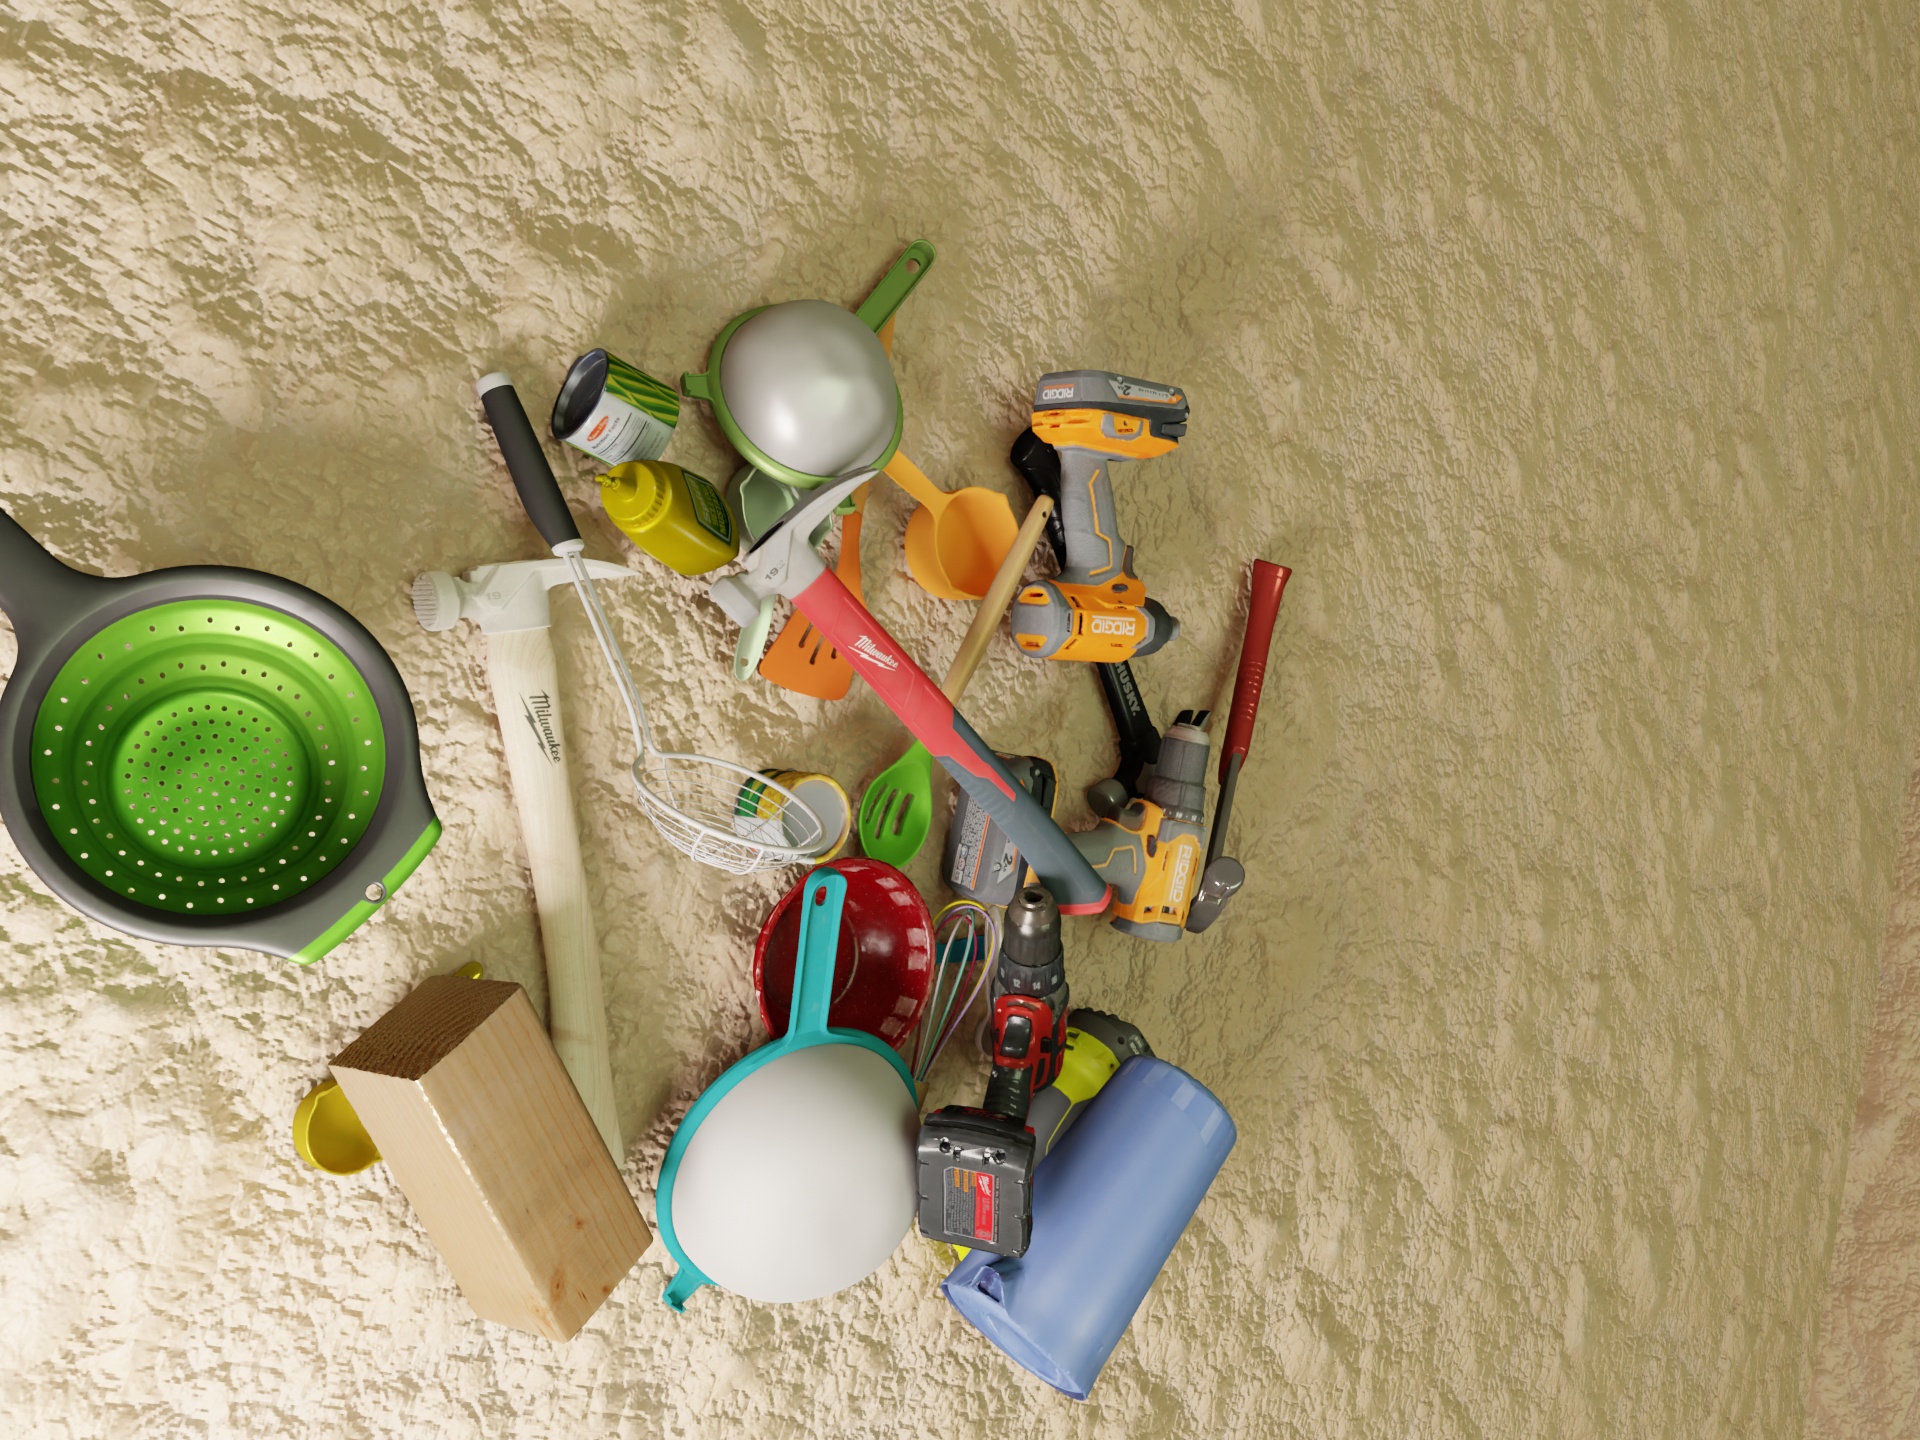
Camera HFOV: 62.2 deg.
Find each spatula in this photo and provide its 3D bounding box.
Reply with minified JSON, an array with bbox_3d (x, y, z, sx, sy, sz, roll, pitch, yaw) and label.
[{"bbox_3d":[-0.084,-0.178,1.203,0.081,0.041,0.323,18,75,-39],"label":"spatula"}]

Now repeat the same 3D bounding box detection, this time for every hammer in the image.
[{"bbox_3d":[0.118,-0.095,1.364,0.146,0.035,0.334,-33,111,-34],"label":"hammer"},{"bbox_3d":[-0.258,0.098,1.052,0.146,0.038,0.410,-12,99,-41],"label":"hammer"},{"bbox_3d":[-0.002,-0.004,1.158,0.143,0.038,0.386,-43,112,-3],"label":"hammer"},{"bbox_3d":[0.252,0.013,1.449,0.036,0.149,0.359,16,66,-1],"label":"hammer"}]

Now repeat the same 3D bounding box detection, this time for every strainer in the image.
[{"bbox_3d":[-0.090,0.270,1.089,0.211,0.095,0.340,-7,115,-34],"label":"strainer"},{"bbox_3d":[-0.074,-0.281,1.151,0.151,0.069,0.256,38,59,-10],"label":"strainer"}]

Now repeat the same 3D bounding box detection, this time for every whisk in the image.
[{"bbox_3d":[-0.030,0.256,1.231,0.047,0.051,0.245,19,89,-27],"label":"whisk"}]

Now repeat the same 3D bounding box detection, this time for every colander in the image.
[{"bbox_3d":[-0.464,-0.033,0.855,0.397,0.094,0.204,46,62,-11],"label":"colander"}]

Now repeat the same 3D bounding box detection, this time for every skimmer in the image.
[{"bbox_3d":[-0.200,-0.066,1.001,0.363,0.090,0.127,65,21,3],"label":"skimmer"}]

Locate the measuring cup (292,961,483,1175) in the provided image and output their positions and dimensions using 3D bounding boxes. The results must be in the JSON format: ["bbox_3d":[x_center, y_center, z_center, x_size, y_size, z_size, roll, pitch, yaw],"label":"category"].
[{"bbox_3d":[-0.352,0.211,0.988,0.062,0.029,0.157,58,45,-29],"label":"measuring cup"}]

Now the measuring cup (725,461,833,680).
[{"bbox_3d":[-0.145,-0.109,1.142,0.083,0.038,0.167,20,80,-38],"label":"measuring cup"}]

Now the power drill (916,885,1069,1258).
[{"bbox_3d":[0.035,0.251,1.166,0.227,0.080,0.187,-66,161,-53],"label":"power drill"}]

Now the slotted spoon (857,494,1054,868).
[{"bbox_3d":[-0.001,-0.032,1.228,0.070,0.031,0.314,27,88,-38],"label":"slotted spoon"}]

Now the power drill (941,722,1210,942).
[{"bbox_3d":[0.110,0.079,1.305,0.226,0.084,0.185,13,90,-32],"label":"power drill"}]

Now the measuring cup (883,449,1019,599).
[{"bbox_3d":[-0.029,-0.161,1.229,0.173,0.052,0.095,40,66,-31],"label":"measuring cup"}]

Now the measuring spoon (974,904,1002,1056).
[{"bbox_3d":[0.022,0.212,1.298,0.034,0.018,0.124,-3,94,-48],"label":"measuring spoon"}]

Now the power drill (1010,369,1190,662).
[{"bbox_3d":[0.125,-0.160,1.297,0.164,0.084,0.226,2,94,-39],"label":"power drill"}]

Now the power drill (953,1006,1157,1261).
[{"bbox_3d":[0.079,0.363,1.316,0.223,0.080,0.171,-43,116,-27],"label":"power drill"}]

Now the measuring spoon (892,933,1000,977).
[{"bbox_3d":[-0.011,0.183,1.276,0.128,0.021,0.042,1,97,-49],"label":"measuring spoon"}]
